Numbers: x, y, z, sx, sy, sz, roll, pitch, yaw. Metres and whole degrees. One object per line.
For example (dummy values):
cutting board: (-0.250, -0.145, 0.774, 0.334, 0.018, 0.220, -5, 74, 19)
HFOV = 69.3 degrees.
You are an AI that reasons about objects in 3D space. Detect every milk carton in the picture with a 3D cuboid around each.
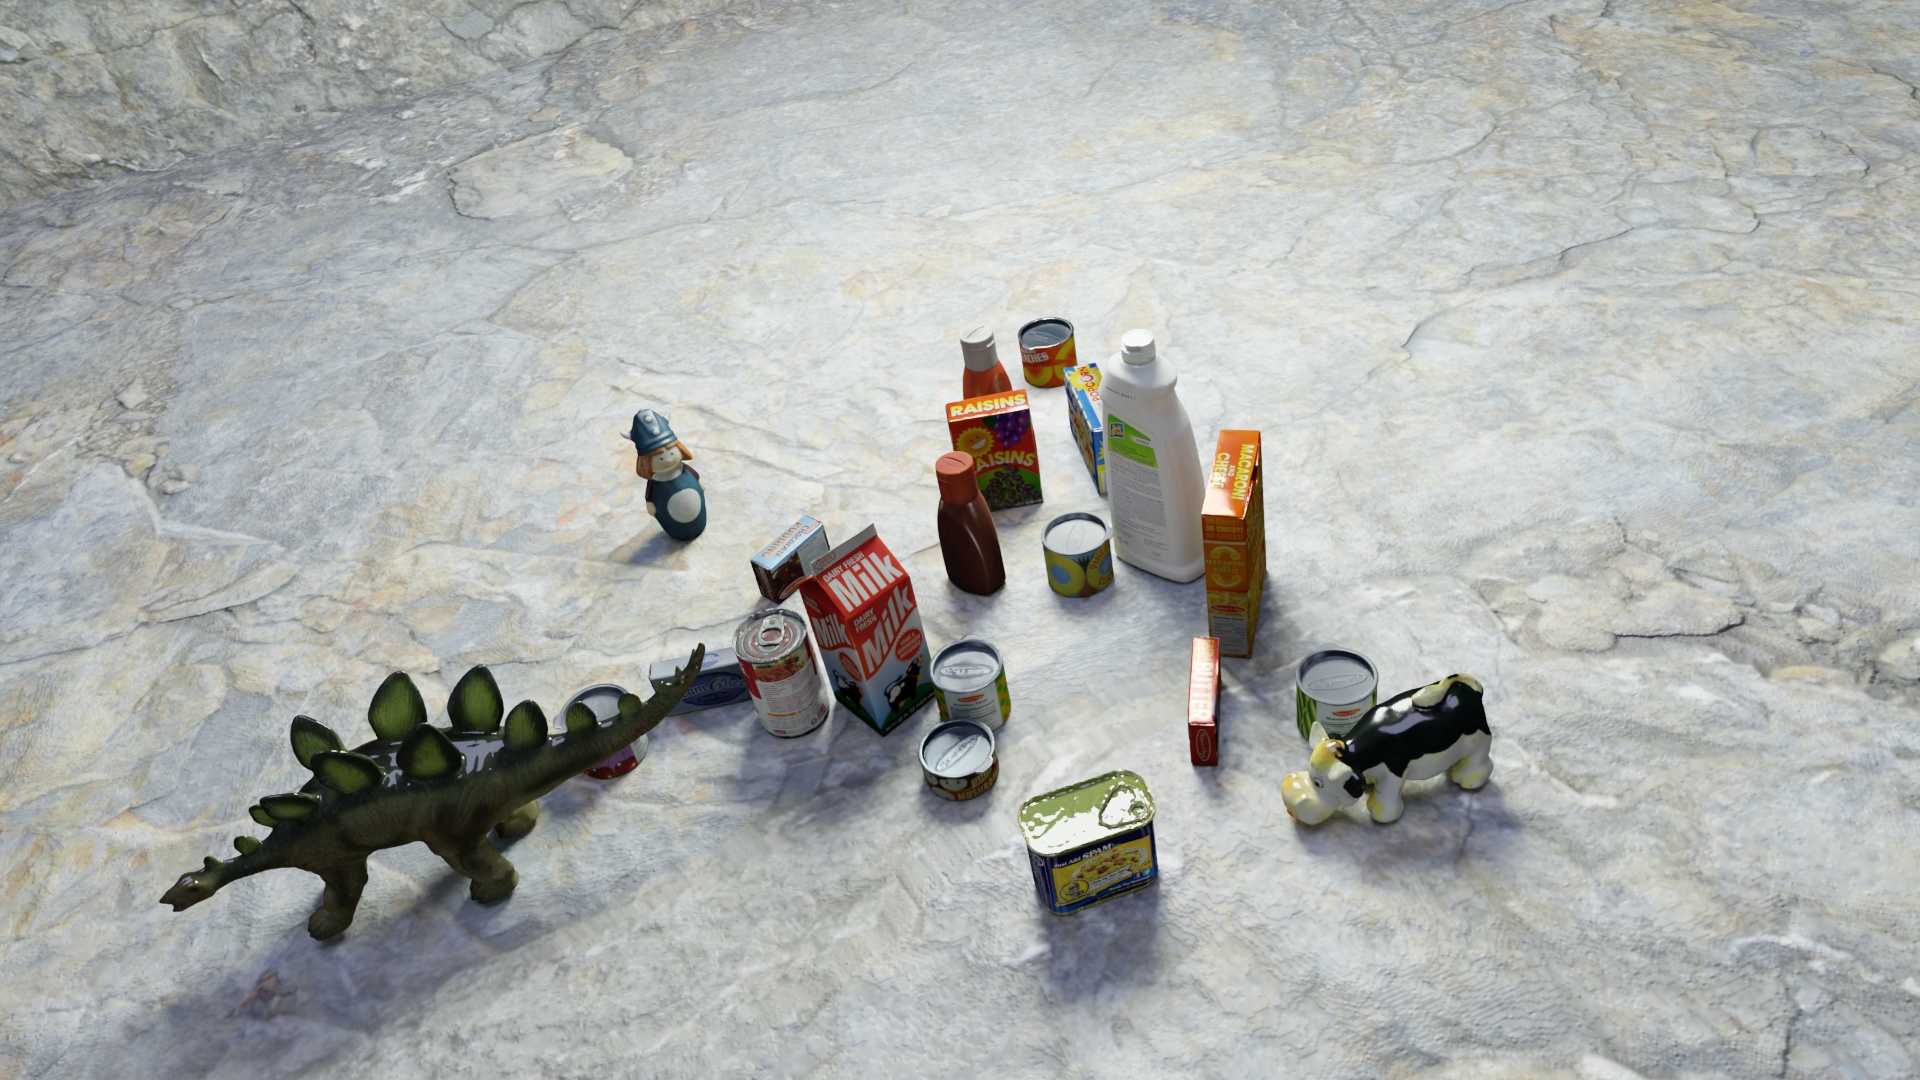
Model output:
milk carton: (-0.083, 0.073, 1.218, 0.072, 0.189, 0.073, -35, 45, -26)

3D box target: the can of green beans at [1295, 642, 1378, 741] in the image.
can of green beans: (0.313, 0.132, 1.156, 0.071, 0.057, 0.071, -7, 40, 6)

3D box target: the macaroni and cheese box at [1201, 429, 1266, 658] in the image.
macaroni and cheese box: (0.247, 0.003, 1.241, 0.040, 0.165, 0.124, 3, 42, 18)

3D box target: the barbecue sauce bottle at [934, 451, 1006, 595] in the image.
barbecue sauce bottle: (0.005, -0.017, 1.337, 0.065, 0.147, 0.044, 24, 51, 36)

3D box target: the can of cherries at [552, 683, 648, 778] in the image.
can of cherries: (-0.325, 0.174, 1.260, 0.071, 0.058, 0.072, -7, 40, 6)

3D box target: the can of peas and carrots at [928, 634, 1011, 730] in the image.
can of peas and carrots: (0.009, 0.129, 1.233, 0.071, 0.058, 0.071, -7, 40, 6)

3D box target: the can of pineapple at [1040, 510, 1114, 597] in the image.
can of pineapple: (0.115, 0.014, 1.345, 0.071, 0.057, 0.071, -7, 40, 6)

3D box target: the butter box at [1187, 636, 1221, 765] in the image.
butter box: (0.208, 0.136, 1.180, 0.024, 0.052, 0.104, -1, 41, 13)

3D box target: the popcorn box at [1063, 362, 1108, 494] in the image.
popcorn box: (0.145, -0.120, 1.476, 0.038, 0.084, 0.127, -14, 39, -2)

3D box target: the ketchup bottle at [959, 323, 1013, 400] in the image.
ketchup bottle: (0.029, -0.163, 1.506, 0.043, 0.148, 0.065, 23, 50, 35)

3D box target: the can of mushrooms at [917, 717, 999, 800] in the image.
can of mushrooms: (0.000, 0.188, 1.184, 0.071, 0.033, 0.071, -7, 40, 6)

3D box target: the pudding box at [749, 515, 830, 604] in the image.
pudding box: (-0.171, 0.019, 1.415, 0.030, 0.049, 0.084, 21, 49, 34)

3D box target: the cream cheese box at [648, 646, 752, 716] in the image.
cream cheese box: (-0.232, 0.130, 1.294, 0.104, 0.053, 0.024, -11, 39, 0)

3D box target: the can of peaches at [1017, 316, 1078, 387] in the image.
can of peaches: (0.101, -0.219, 1.627, 0.071, 0.057, 0.071, -7, 40, 6)

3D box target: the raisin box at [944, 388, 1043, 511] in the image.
raisin box: (0.036, -0.091, 1.438, 0.086, 0.122, 0.040, -10, 39, 2)
